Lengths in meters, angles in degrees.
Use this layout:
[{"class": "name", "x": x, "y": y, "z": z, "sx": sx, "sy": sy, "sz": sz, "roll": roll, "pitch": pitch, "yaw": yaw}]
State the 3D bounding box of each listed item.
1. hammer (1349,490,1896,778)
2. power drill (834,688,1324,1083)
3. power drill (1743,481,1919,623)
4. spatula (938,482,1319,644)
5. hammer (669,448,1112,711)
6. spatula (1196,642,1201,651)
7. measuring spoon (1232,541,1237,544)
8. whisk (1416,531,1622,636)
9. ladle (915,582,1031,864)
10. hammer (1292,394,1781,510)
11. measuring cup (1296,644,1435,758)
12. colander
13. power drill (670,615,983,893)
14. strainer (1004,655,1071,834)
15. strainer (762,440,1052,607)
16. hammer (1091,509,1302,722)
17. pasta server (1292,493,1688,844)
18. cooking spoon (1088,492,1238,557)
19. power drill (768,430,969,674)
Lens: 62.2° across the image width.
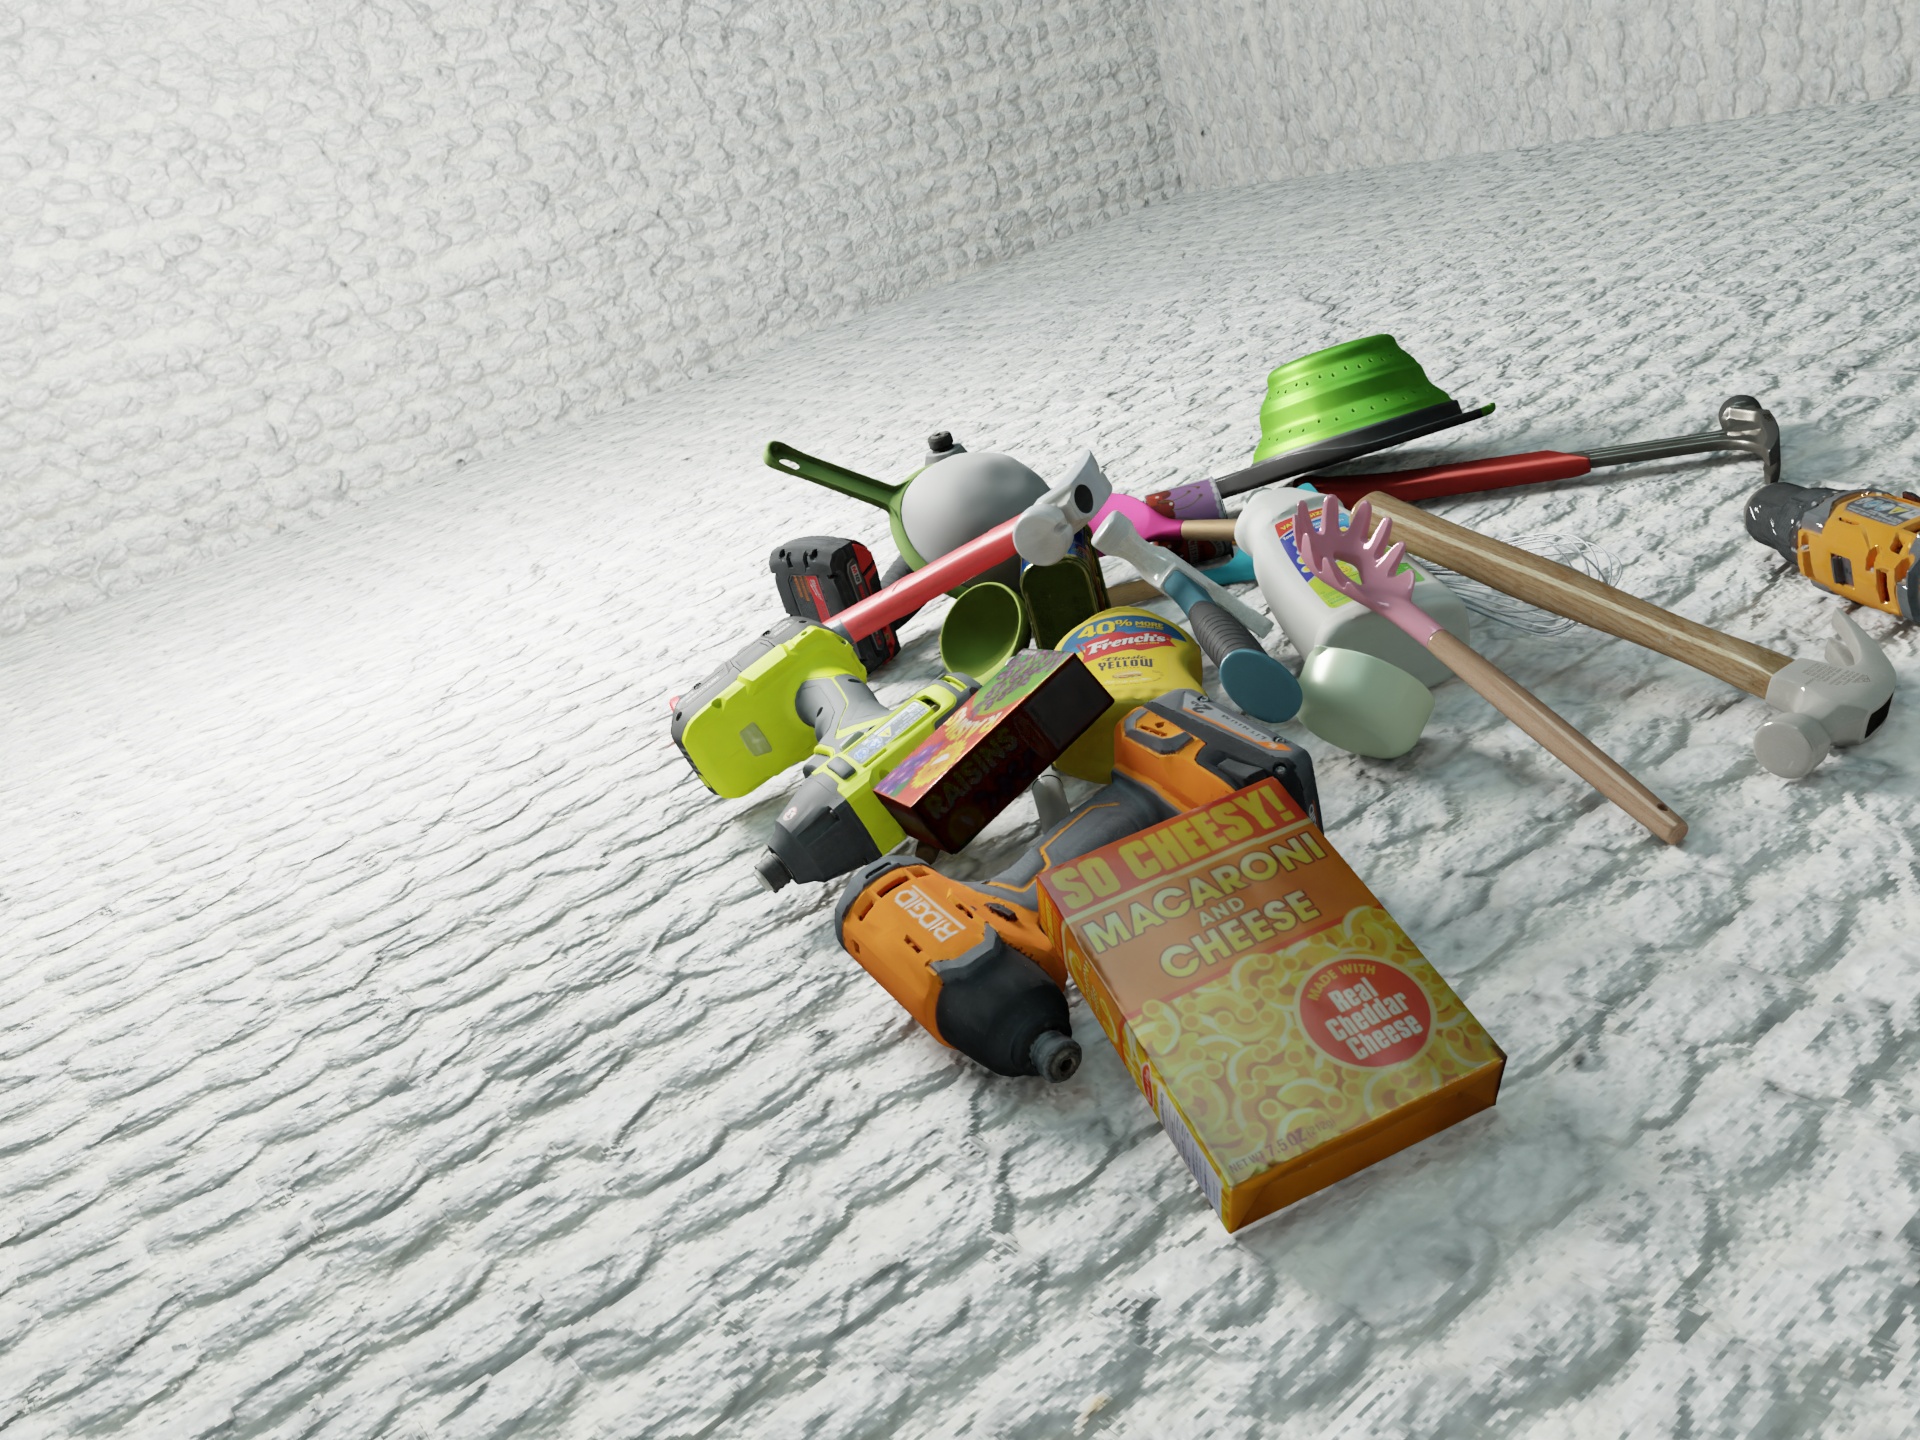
[{"class": "hammer", "x": 0.363, "y": -0.069, "z": 0.913, "sx": 0.130, "sy": 0.031, "sz": 0.332, "roll": -24, "pitch": 38, "yaw": -29}, {"class": "power drill", "x": 0.070, "y": 0.084, "z": 0.781, "sx": 0.226, "sy": 0.084, "sz": 0.164, "roll": -30, "pitch": 35, "yaw": -19}, {"class": "power drill", "x": 0.606, "y": -0.134, "z": 0.946, "sx": 0.226, "sy": 0.084, "sz": 0.185, "roll": -21, "pitch": 21, "yaw": 0}, {"class": "spatula", "x": 0.133, "y": -0.111, "z": 1.250, "sx": 0.317, "sy": 0.044, "sz": 0.082, "roll": -15, "pitch": 34, "yaw": 6}, {"class": "hammer", "x": -0.062, "y": -0.081, "z": 1.158, "sx": 0.386, "sy": 0.038, "sz": 0.143, "roll": -26, "pitch": 15, "yaw": 31}, {"class": "spatula", "x": 0.130, "y": 0.022, "z": 0.974, "sx": 0.060, "sy": 0.018, "sz": 0.316, "roll": -8, "pitch": 25, "yaw": 17}, {"class": "measuring spoon", "x": 0.226, "y": -0.155, "z": 1.334, "sx": 0.117, "sy": 0.011, "sz": 0.021, "roll": -5, "pitch": 24, "yaw": 24}, {"class": "whisk", "x": 0.323, "y": -0.099, "z": 1.086, "sx": 0.070, "sy": 0.070, "sz": 0.285, "roll": -27, "pitch": 20, "yaw": -25}, {"class": "ladle", "x": -0.002, "y": -0.003, "z": 1.076, "sx": 0.078, "sy": 0.062, "sz": 0.320, "roll": -36, "pitch": 17, "yaw": 26}, {"class": "hammer", "x": 0.442, "y": -0.195, "z": 1.250, "sx": 0.359, "sy": 0.036, "sz": 0.149, "roll": -6, "pitch": 24, "yaw": 23}, {"class": "measuring cup", "x": 0.209, "y": -0.004, "z": 0.946, "sx": 0.038, "sy": 0.083, "sz": 0.167, "roll": -64, "pitch": 19, "yaw": -15}, {"class": "colander", "x": 0.251, "y": -0.248, "z": 1.379, "sx": 0.397, "sy": 0.094, "sz": 0.204, "roll": -16, "pitch": 5, "yaw": 16}, {"class": "power drill", "x": -0.091, "y": 0.019, "z": 1.006, "sx": 0.171, "sy": 0.080, "sz": 0.223, "roll": -38, "pitch": 31, "yaw": -14}, {"class": "strainer", "x": 0.050, "y": 0.037, "z": 0.964, "sx": 0.087, "sy": 0.050, "sz": 0.259, "roll": -4, "pitch": 28, "yaw": -4}, {"class": "strainer", "x": -0.025, "y": -0.182, "z": 1.233, "sx": 0.256, "sy": 0.069, "sz": 0.152, "roll": 19, "pitch": 51, "yaw": -8}, {"class": "hammer", "x": 0.151, "y": -0.059, "z": 0.958, "sx": 0.033, "sy": 0.128, "sz": 0.331, "roll": -54, "pitch": 9, "yaw": 12}, {"class": "pasta server", "x": 0.280, "y": -0.037, "z": 0.872, "sx": 0.060, "sy": 0.040, "sz": 0.317, "roll": -13, "pitch": 38, "yaw": -20}, {"class": "cooking spoon", "x": 0.196, "y": -0.146, "z": 1.223, "sx": 0.319, "sy": 0.017, "sz": 0.069, "roll": 5, "pitch": 62, "yaw": 37}, {"class": "power drill", "x": -0.047, "y": -0.140, "z": 1.316, "sx": 0.079, "sy": 0.143, "sz": 0.220, "roll": 6, "pitch": 33, "yaw": 43}]
